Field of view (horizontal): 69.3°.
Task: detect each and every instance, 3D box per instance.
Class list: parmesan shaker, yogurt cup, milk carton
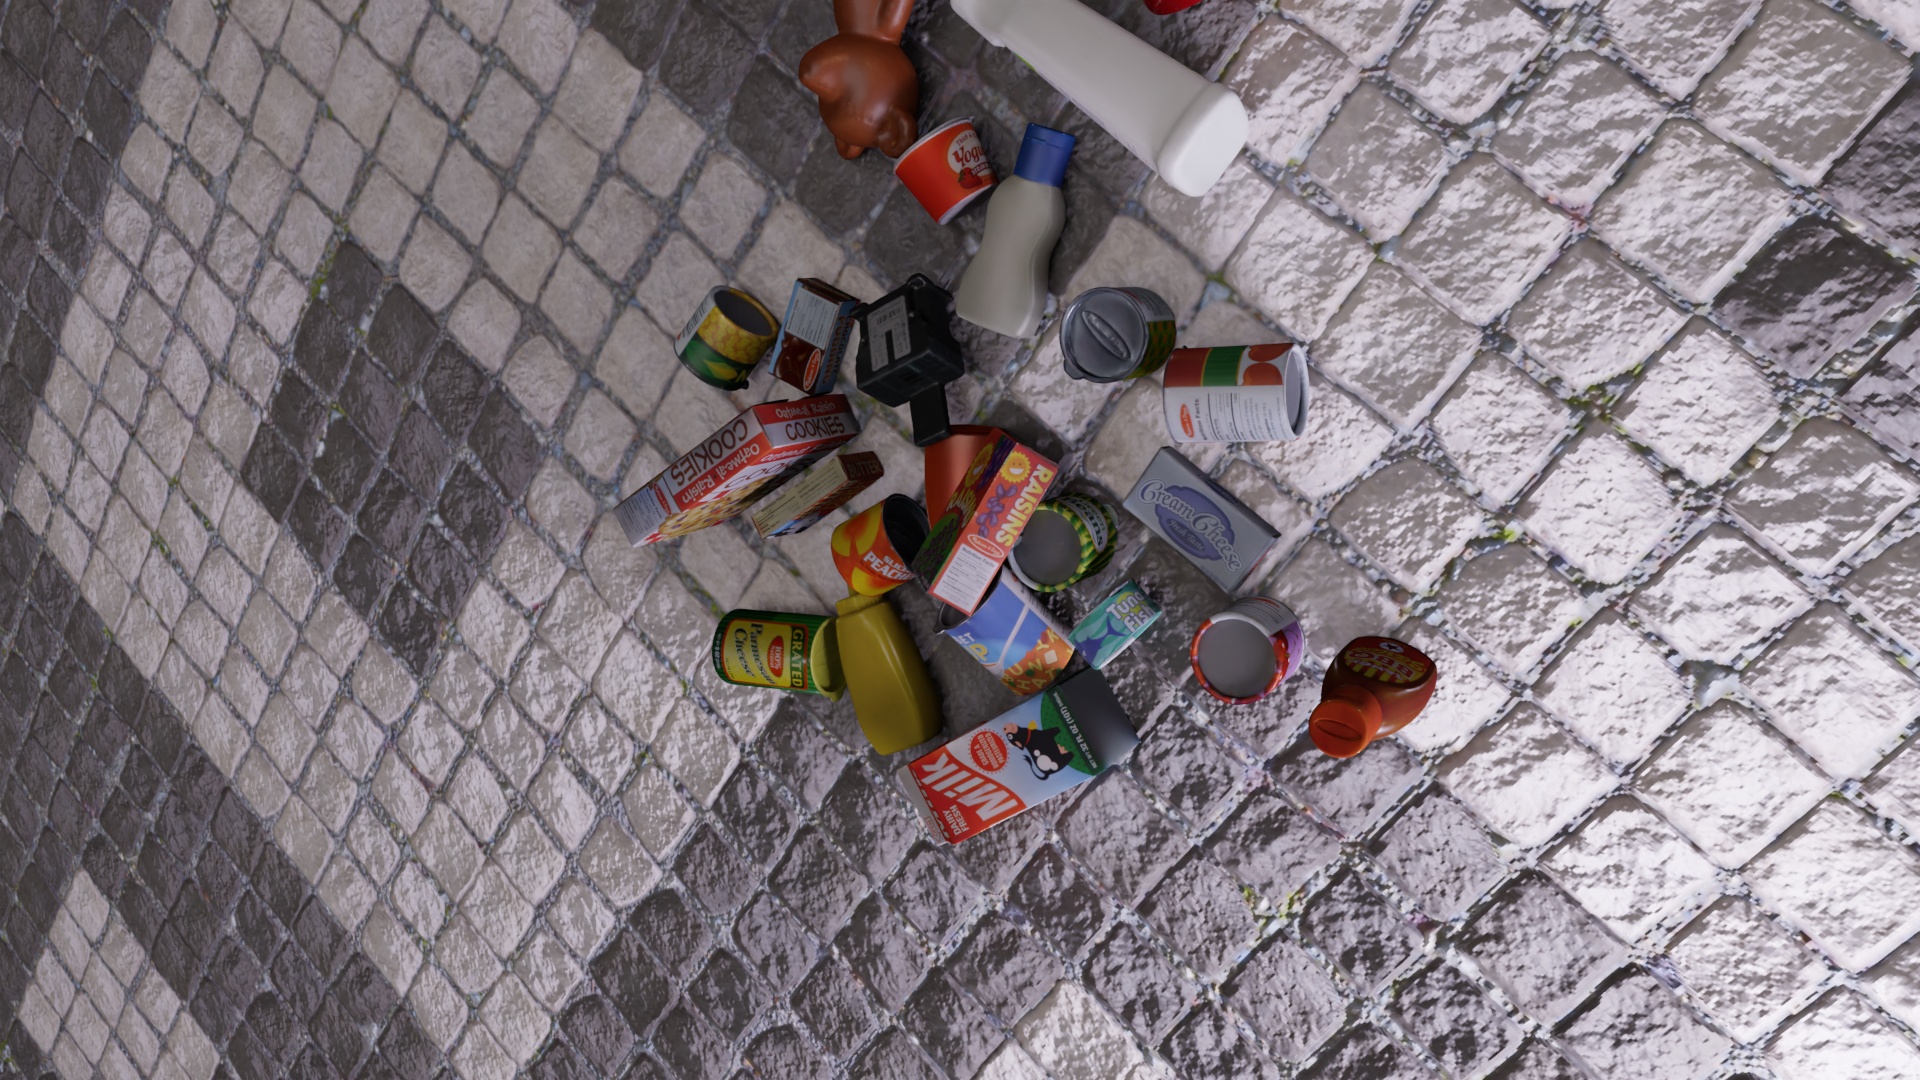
[{"bbox_3d":[-0.147,0.095,1.156,0.103,0.071,0.071,2,100,29],"label":"parmesan shaker"},{"bbox_3d":[-0.008,-0.269,1.018,0.072,0.073,0.054,-32,91,29],"label":"yogurt cup"},{"bbox_3d":[0.034,0.171,1.066,0.190,0.074,0.072,-32,84,30],"label":"milk carton"}]

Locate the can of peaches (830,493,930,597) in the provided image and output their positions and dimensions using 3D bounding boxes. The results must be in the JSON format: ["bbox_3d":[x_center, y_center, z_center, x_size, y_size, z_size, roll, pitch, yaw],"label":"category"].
[{"bbox_3d":[-0.060,0.006,1.091,0.058,0.071,0.071,-27,85,31],"label":"can of peaches"}]

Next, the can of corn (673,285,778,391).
[{"bbox_3d":[-0.189,-0.164,1.136,0.071,0.071,0.058,48,117,13],"label":"can of corn"}]

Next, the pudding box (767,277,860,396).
[{"bbox_3d":[-0.118,-0.164,1.116,0.050,0.030,0.083,28,111,21],"label":"pudding box"}]

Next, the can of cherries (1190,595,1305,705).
[{"bbox_3d":[0.200,0.078,0.967,0.071,0.058,0.071,5,101,28],"label":"can of cherries"}]

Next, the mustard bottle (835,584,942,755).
[{"bbox_3d":[-0.066,0.090,1.121,0.065,0.049,0.160,-20,88,30],"label":"mustard bottle"}]

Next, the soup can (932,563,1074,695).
[{"bbox_3d":[0.033,0.067,1.033,0.071,0.072,0.083,-35,113,29],"label":"soup can"}]

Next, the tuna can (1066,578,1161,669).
[{"bbox_3d":[0.113,0.060,1.006,0.033,0.071,0.070,48,117,11],"label":"tuna can"}]

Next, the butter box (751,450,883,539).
[{"bbox_3d":[-0.115,-0.036,1.124,0.103,0.053,0.024,-32,80,29],"label":"butter box"}]

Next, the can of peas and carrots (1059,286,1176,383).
[{"bbox_3d":[0.110,-0.143,0.977,0.071,0.059,0.070,6,102,29],"label":"can of peas and carrots"}]

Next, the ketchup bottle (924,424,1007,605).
[{"bbox_3d":[0.004,-0.013,1.067,0.065,0.044,0.148,4,102,17],"label":"ketchup bottle"}]

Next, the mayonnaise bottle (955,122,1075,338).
[{"bbox_3d":[0.045,-0.225,1.010,0.065,0.041,0.147,24,109,22],"label":"mayonnaise bottle"}]

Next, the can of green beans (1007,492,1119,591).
[{"bbox_3d":[0.074,0.001,1.023,0.071,0.058,0.071,5,102,28],"label":"can of green beans"}]

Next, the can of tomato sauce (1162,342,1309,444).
[{"bbox_3d":[0.187,-0.101,0.940,0.083,0.071,0.071,1,99,28],"label":"can of tomato sauce"}]

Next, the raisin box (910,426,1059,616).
[{"bbox_3d":[0.017,-0.016,0.997,0.040,0.086,0.123,30,95,-14],"label":"raisin box"}]

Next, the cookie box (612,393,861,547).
[{"bbox_3d":[-0.178,-0.058,1.114,0.167,0.123,0.040,-31,85,30],"label":"cookie box"}]

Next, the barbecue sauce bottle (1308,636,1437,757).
[{"bbox_3d":[0.259,0.100,0.886,0.065,0.149,0.043,19,108,25],"label":"barbecue sauce bottle"}]

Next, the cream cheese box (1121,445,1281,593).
[{"bbox_3d":[0.170,-0.015,0.987,0.104,0.024,0.053,41,115,17],"label":"cream cheese box"}]
